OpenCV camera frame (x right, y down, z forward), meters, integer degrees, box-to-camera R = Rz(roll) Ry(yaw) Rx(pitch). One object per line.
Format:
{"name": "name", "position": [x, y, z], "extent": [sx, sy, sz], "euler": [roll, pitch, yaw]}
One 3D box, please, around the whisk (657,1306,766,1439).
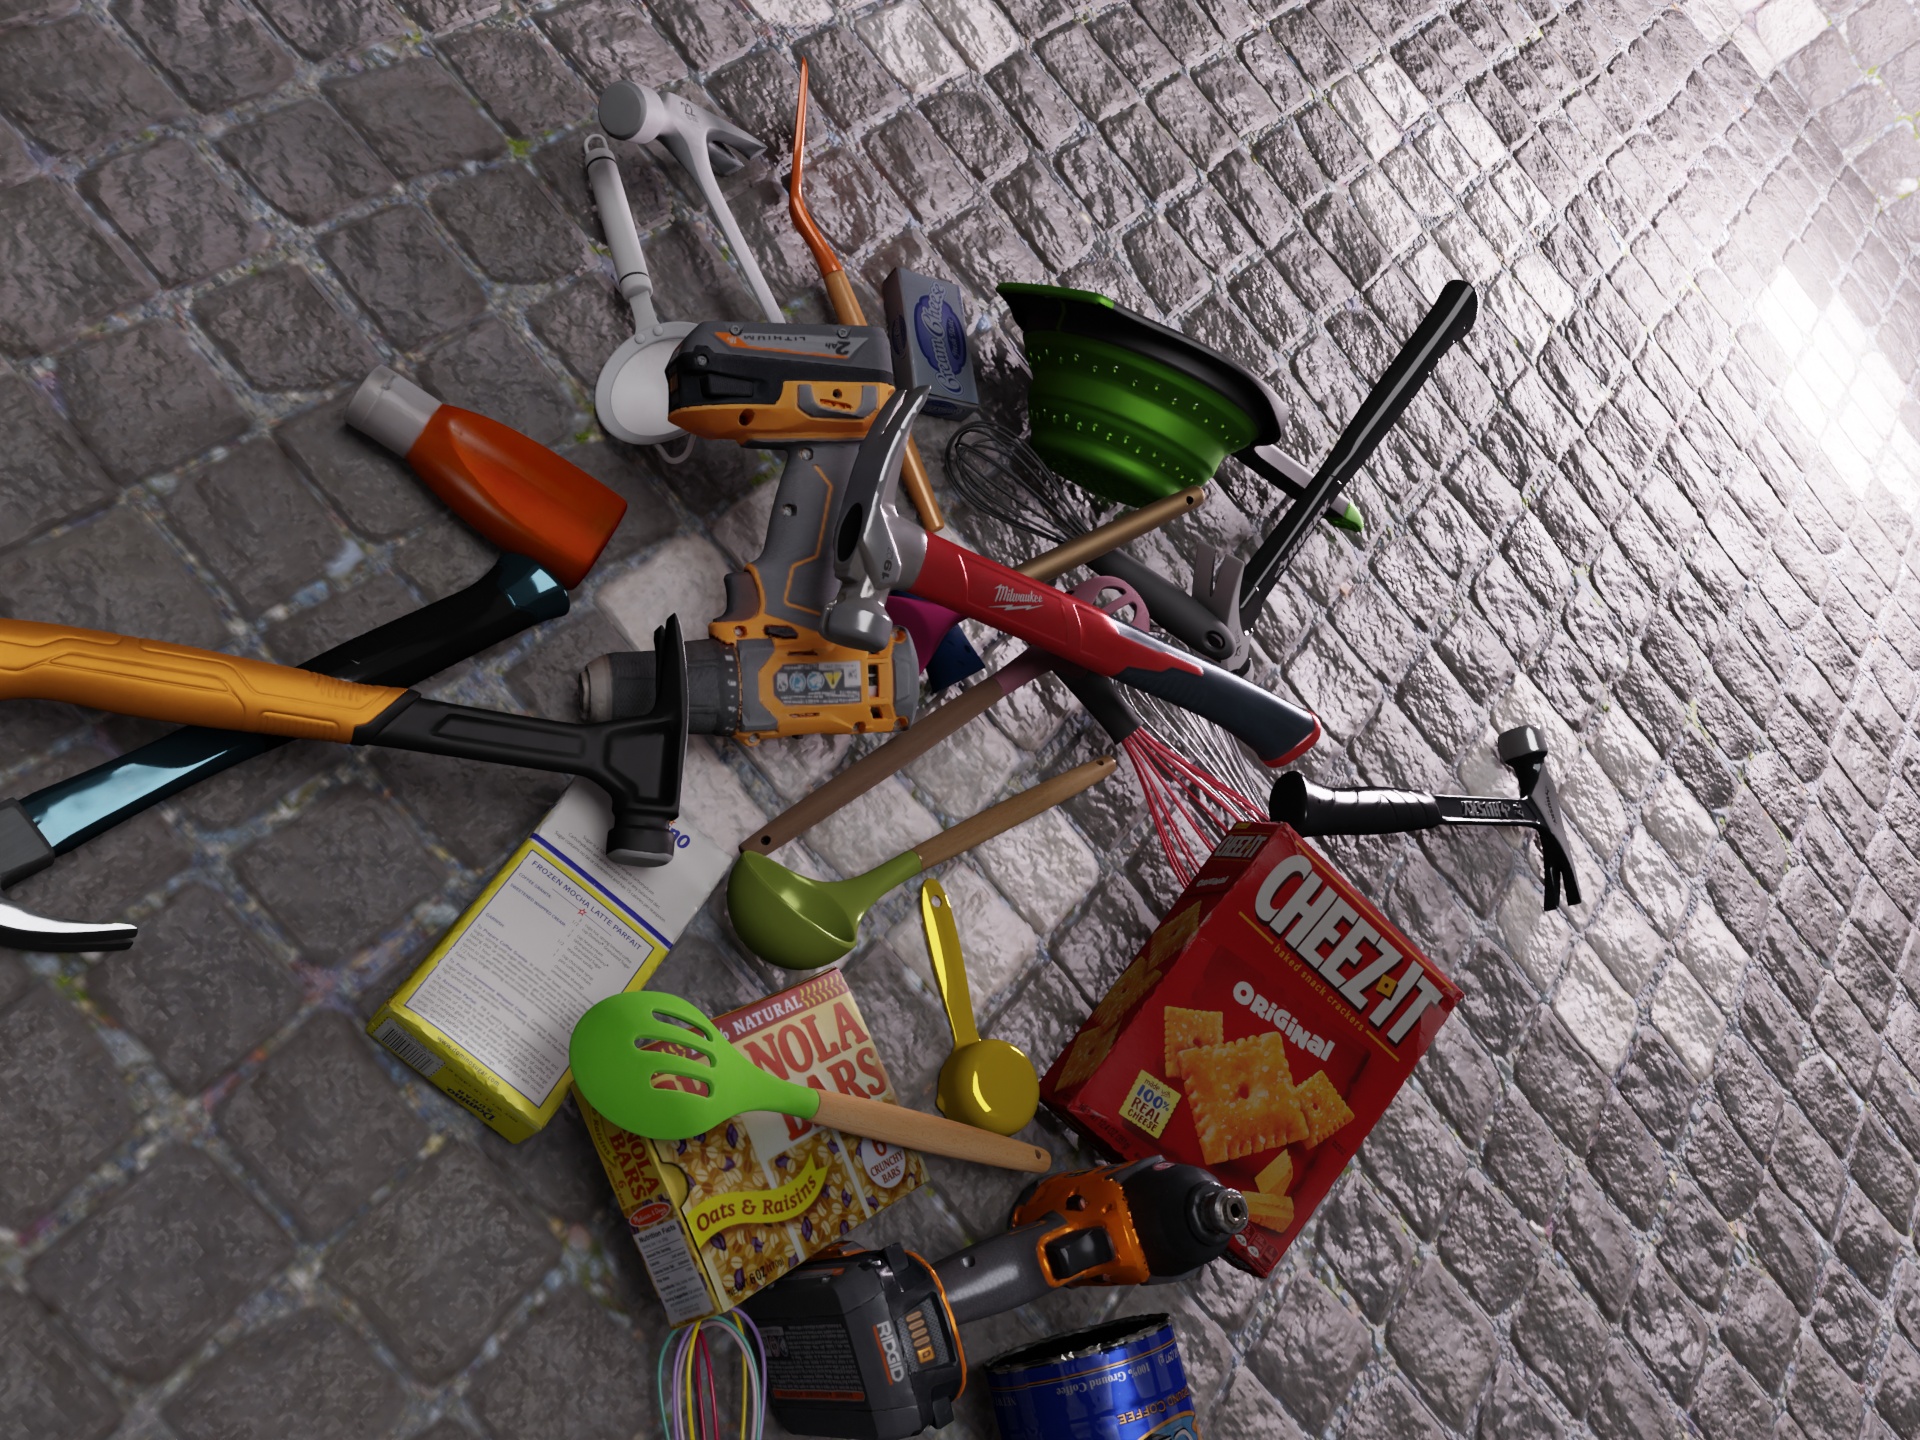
{"name": "whisk", "position": [-0.112, 0.390, 0.716], "extent": [0.051, 0.047, 0.245], "euler": [-1, 72, -7]}

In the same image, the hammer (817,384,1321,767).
{"name": "hammer", "position": [0.089, -0.060, 0.945], "extent": [0.386, 0.038, 0.143], "euler": [20, 79, -38]}

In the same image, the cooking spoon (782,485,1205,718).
{"name": "cooking spoon", "position": [0.025, -0.081, 0.978], "extent": [0.319, 0.017, 0.068], "euler": [-27, 97, -22]}

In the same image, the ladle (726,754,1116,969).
{"name": "ladle", "position": [-0.006, 0.065, 0.936], "extent": [0.078, 0.062, 0.320], "euler": [41, 41, 26]}

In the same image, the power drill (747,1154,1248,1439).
{"name": "power drill", "position": [0.028, 0.276, 0.790], "extent": [0.226, 0.164, 0.084], "euler": [-10, 77, -36]}

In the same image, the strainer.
{"name": "strainer", "position": [-0.193, -0.256, 0.966], "extent": [0.087, 0.050, 0.259], "euler": [-20, 71, 5]}

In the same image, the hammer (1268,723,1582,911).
{"name": "hammer", "position": [0.341, 0.069, 1.140], "extent": [0.408, 0.036, 0.149], "euler": [4, 69, -47]}

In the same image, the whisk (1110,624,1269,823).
{"name": "whisk", "position": [0.190, 0.052, 1.083], "extent": [0.284, 0.070, 0.070], "euler": [53, 50, -9]}

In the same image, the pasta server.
{"name": "pasta server", "position": [-0.002, -0.003, 0.949], "extent": [0.316, 0.040, 0.060], "euler": [-34, 81, -24]}

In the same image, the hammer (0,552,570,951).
{"name": "hammer", "position": [-0.327, -0.004, 0.757], "extent": [0.331, 0.033, 0.128], "euler": [-35, 90, -40]}

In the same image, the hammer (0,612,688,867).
{"name": "hammer", "position": [-0.289, -0.013, 0.731], "extent": [0.336, 0.034, 0.127], "euler": [10, 73, -27]}

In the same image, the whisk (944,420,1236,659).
{"name": "whisk", "position": [0.087, -0.118, 1.057], "extent": [0.239, 0.055, 0.055], "euler": [38, 50, 6]}

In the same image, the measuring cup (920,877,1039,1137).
{"name": "measuring cup", "position": [0.006, 0.163, 0.913], "extent": [0.062, 0.029, 0.157], "euler": [-3, 71, -36]}

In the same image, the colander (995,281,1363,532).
{"name": "colander", "position": [0.168, -0.182, 1.147], "extent": [0.396, 0.205, 0.094], "euler": [23, 91, -43]}

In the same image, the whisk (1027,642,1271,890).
{"name": "whisk", "position": [0.121, 0.024, 1.024], "extent": [0.296, 0.073, 0.073], "euler": [51, 50, 1]}

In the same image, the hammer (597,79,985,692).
{"name": "hammer", "position": [-0.090, -0.207, 0.998], "extent": [0.405, 0.035, 0.144], "euler": [63, 24, 0]}

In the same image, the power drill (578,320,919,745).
{"name": "power drill", "position": [-0.119, -0.099, 0.874], "extent": [0.185, 0.084, 0.226], "euler": [-3, 94, -19]}

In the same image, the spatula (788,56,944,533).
{"name": "spatula", "position": [-0.067, -0.277, 1.059], "extent": [0.041, 0.081, 0.323], "euler": [-21, 85, -11]}

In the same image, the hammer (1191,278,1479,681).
{"name": "hammer", "position": [0.265, -0.181, 1.114], "extent": [0.035, 0.146, 0.335], "euler": [31, 76, 27]}

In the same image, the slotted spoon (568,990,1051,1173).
{"name": "slotted spoon", "position": [-0.056, 0.193, 0.790], "extent": [0.313, 0.031, 0.070], "euler": [28, 43, -42]}
